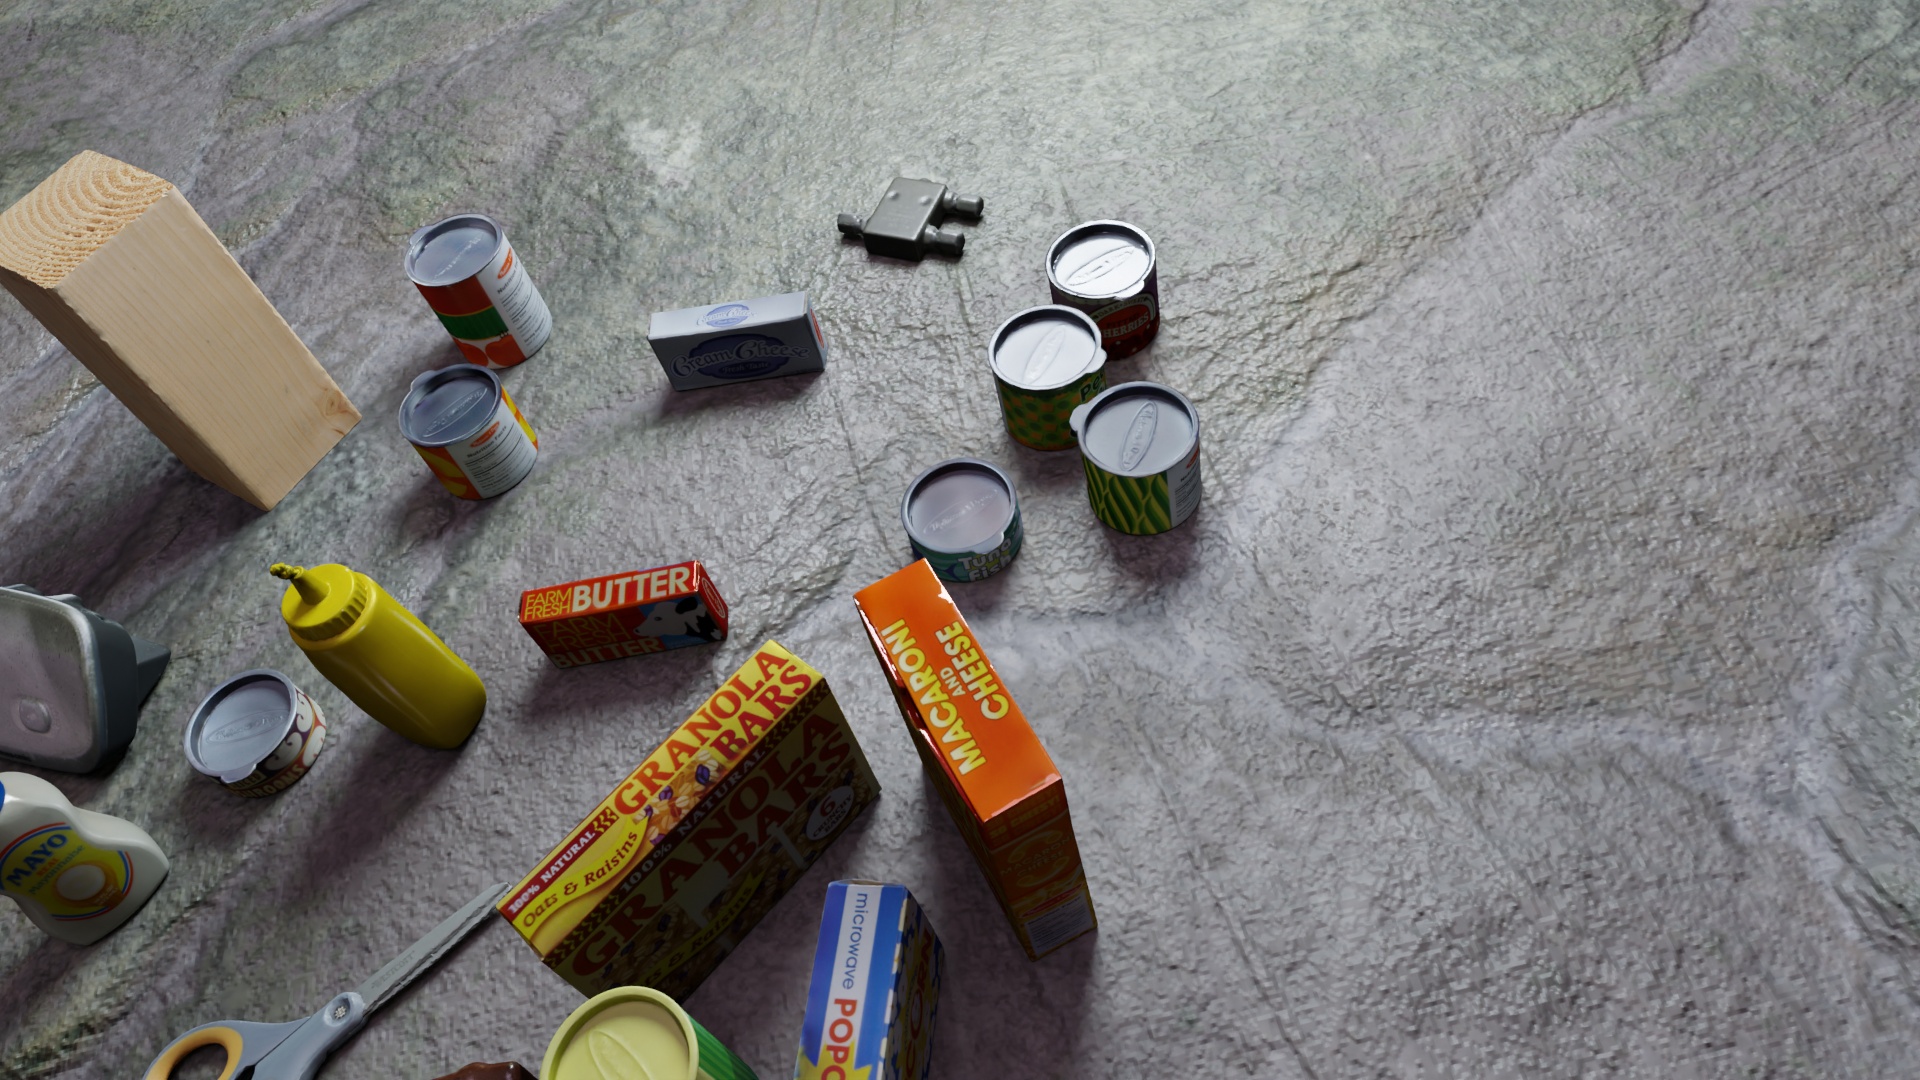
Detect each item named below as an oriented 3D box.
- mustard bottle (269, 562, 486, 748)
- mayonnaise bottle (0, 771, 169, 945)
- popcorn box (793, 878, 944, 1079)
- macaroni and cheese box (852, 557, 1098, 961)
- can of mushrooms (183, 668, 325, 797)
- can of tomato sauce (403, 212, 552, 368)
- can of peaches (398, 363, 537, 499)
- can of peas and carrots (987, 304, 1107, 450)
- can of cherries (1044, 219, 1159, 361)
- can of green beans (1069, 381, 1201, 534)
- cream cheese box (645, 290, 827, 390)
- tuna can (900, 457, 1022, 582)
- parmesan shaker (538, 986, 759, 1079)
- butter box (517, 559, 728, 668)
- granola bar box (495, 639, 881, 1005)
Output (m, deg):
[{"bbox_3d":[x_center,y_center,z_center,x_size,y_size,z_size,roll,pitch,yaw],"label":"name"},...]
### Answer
[{"bbox_3d":[-0.307,0.054,0.724,0.065,0.159,0.049,15,60,21],"label":"mustard bottle"},{"bbox_3d":[-0.471,0.151,0.697,0.041,0.147,0.065,31,67,28],"label":"mayonnaise bottle"},{"bbox_3d":[-0.040,0.222,0.600,0.038,0.085,0.127,0,56,12],"label":"popcorn box"},{"bbox_3d":[0.009,0.103,0.623,0.040,0.165,0.124,-28,55,-8],"label":"macaroni and cheese box"},{"bbox_3d":[-0.396,0.111,0.781,0.071,0.033,0.071,-5,55,8],"label":"can of mushrooms"},{"bbox_3d":[-0.322,-0.166,0.928,0.071,0.082,0.071,-5,55,8],"label":"can of tomato sauce"},{"bbox_3d":[-0.309,-0.069,0.874,0.071,0.057,0.071,-5,55,8],"label":"can of peaches"},{"bbox_3d":[0.055,-0.095,0.818,0.071,0.058,0.071,-5,55,8],"label":"can of peas and carrots"},{"bbox_3d":[0.089,-0.151,0.850,0.071,0.058,0.072,-5,55,8],"label":"can of cherries"},{"bbox_3d":[0.101,-0.045,0.774,0.071,0.057,0.071,-5,55,8],"label":"can of green beans"},{"bbox_3d":[-0.141,-0.126,0.882,0.104,0.053,0.024,-7,55,7],"label":"cream cheese box"},{"bbox_3d":[0.003,-0.010,0.785,0.071,0.032,0.071,-5,55,8],"label":"tuna can"},{"bbox_3d":[-0.130,0.241,0.594,0.071,0.102,0.071,-5,55,8],"label":"parmesan shaker"},{"bbox_3d":[-0.187,0.042,0.775,0.103,0.053,0.024,-10,55,5],"label":"butter box"},{"bbox_3d":[-0.119,0.140,0.648,0.039,0.123,0.166,34,68,29],"label":"granola bar box"}]
